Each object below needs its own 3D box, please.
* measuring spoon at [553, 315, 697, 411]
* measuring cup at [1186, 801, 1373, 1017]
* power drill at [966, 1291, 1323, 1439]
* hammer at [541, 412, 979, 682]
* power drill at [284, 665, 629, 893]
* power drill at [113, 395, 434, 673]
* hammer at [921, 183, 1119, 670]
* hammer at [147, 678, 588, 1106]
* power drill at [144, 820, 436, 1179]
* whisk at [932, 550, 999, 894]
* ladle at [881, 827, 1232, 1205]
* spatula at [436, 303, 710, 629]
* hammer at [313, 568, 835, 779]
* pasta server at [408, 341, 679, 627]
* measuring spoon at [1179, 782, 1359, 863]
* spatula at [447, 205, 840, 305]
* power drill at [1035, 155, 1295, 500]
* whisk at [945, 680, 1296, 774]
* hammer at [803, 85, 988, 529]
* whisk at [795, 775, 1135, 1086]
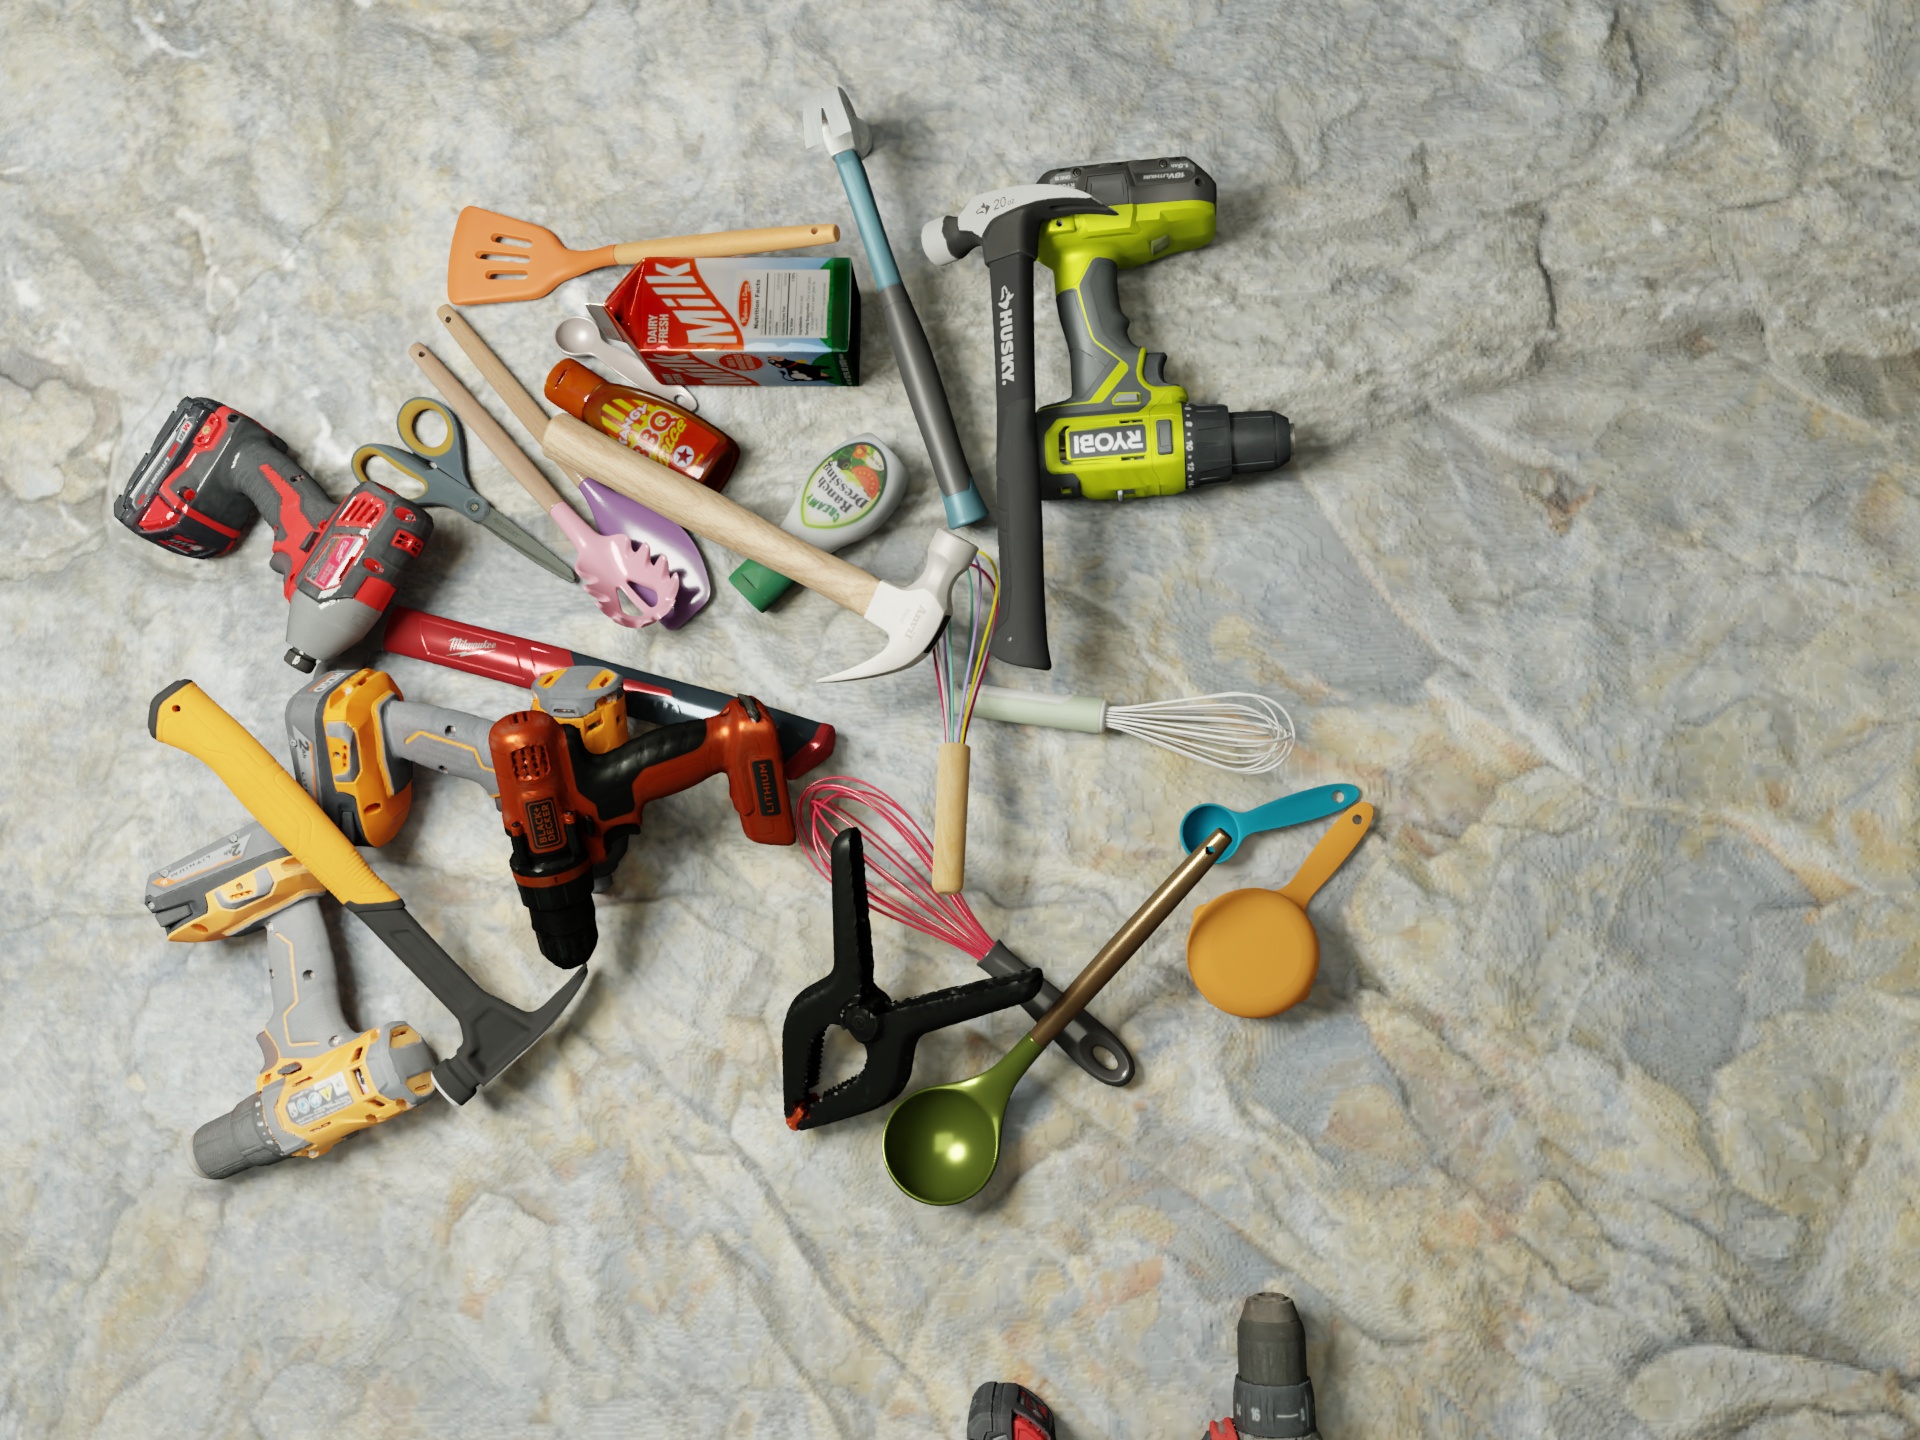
[{"bbox_3d":[-0.251,-0.263,1.197,0.124,0.018,0.034,32,70,4],"label":"measuring spoon"},{"bbox_3d":[0.221,0.121,1.057,0.095,0.052,0.173,39,90,11],"label":"measuring cup"},{"bbox_3d":[0.119,0.462,1.009,0.226,0.080,0.188,-1,81,4],"label":"power drill"},{"bbox_3d":[-0.156,-0.131,1.107,0.331,0.031,0.130,28,98,16],"label":"hammer"},{"bbox_3d":[-0.340,0.043,1.113,0.226,0.084,0.164,2,112,6],"label":"power drill"},{"bbox_3d":[-0.497,-0.133,1.152,0.220,0.078,0.143,29,86,21],"label":"power drill"},{"bbox_3d":[0.042,-0.198,1.072,0.146,0.035,0.335,-7,81,38],"label":"hammer"},{"bbox_3d":[-0.404,0.100,1.069,0.127,0.034,0.336,-43,102,-9],"label":"hammer"},{"bbox_3d":[-0.491,0.201,1.122,0.185,0.084,0.226,-26,84,9],"label":"power drill"},{"bbox_3d":[0.000,-0.004,1.078,0.047,0.051,0.245,1,72,8],"label":"whisk"},{"bbox_3d":[0.064,0.190,1.026,0.078,0.062,0.320,43,105,10],"label":"ladle"},{"bbox_3d":[-0.293,-0.198,1.187,0.060,0.018,0.316,-43,80,8],"label":"spatula"},{"bbox_3d":[-0.272,-0.045,1.152,0.386,0.038,0.143,15,82,9],"label":"hammer"},{"bbox_3d":[-0.313,-0.178,1.169,0.060,0.040,0.316,-38,73,-17],"label":"pasta server"},{"bbox_3d":[0.211,0.067,1.090,0.128,0.021,0.042,-15,79,-5],"label":"measuring spoon"},{"bbox_3d":[-0.237,-0.348,1.170,0.323,0.041,0.081,2,81,24],"label":"spatula"},{"bbox_3d":[0.133,-0.269,1.118,0.190,0.080,0.228,-3,84,8],"label":"power drill"},{"bbox_3d":[0.106,-0.003,1.096,0.246,0.058,0.059,7,113,12],"label":"whisk"},{"bbox_3d":[-0.044,-0.294,1.136,0.033,0.128,0.331,-19,88,10],"label":"hammer"},{"bbox_3d":[0.004,0.145,1.082,0.296,0.073,0.073,41,88,4],"label":"whisk"}]
